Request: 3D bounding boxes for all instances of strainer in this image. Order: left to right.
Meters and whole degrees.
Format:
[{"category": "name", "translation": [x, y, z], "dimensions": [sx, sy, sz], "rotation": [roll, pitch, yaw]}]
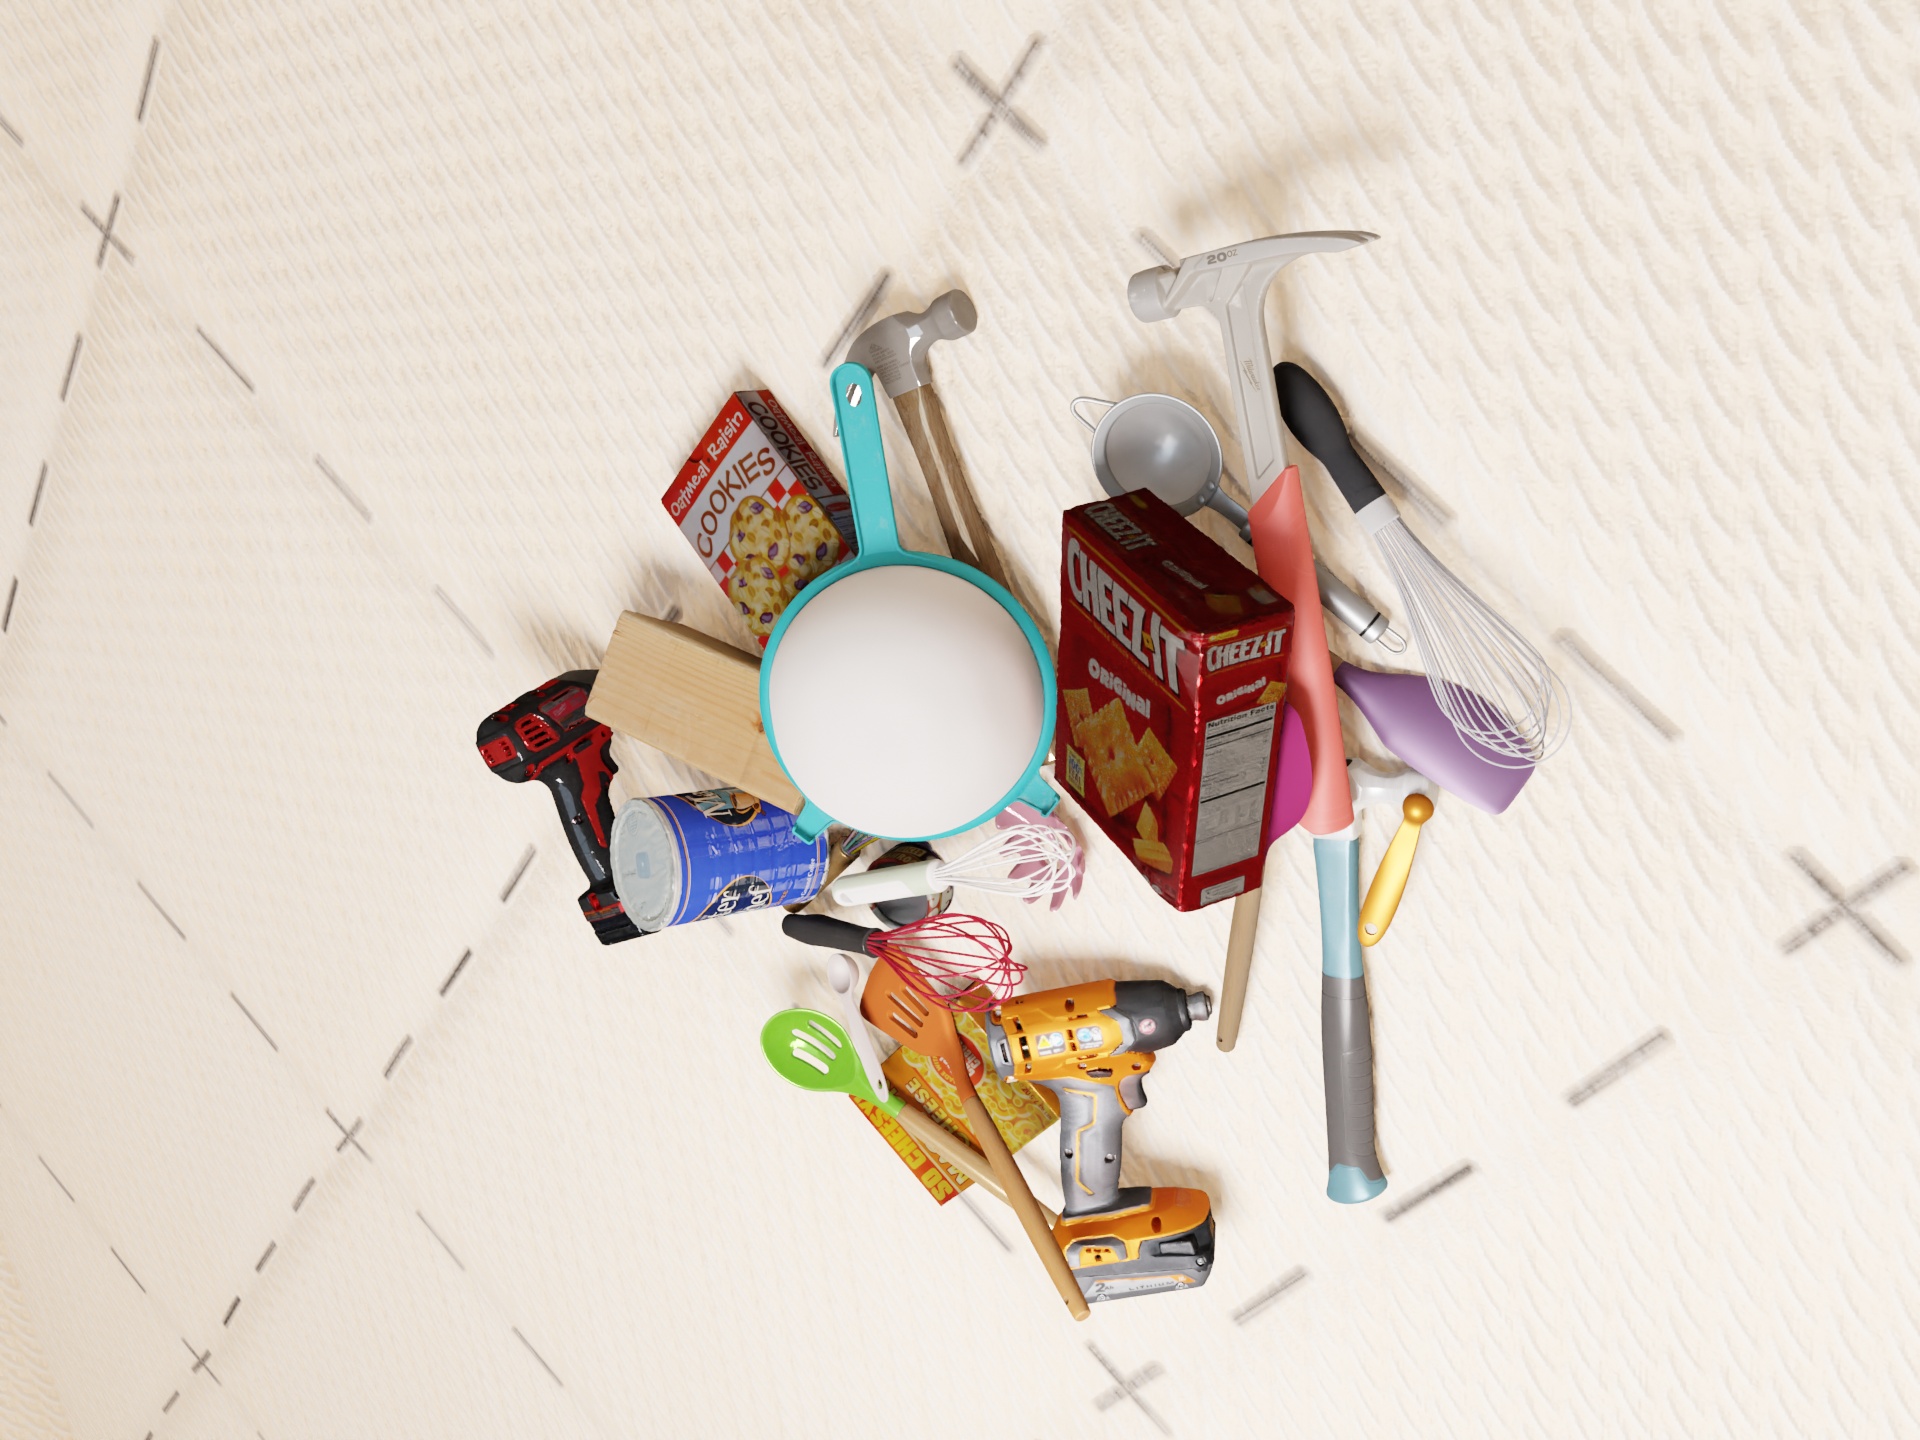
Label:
[{"category": "strainer", "translation": [-0.051, -0.064, 1.061], "dimensions": [0.211, 0.095, 0.340], "rotation": [-7, 107, 8]}, {"category": "strainer", "translation": [0.178, -0.126, 1.000], "dimensions": [0.258, 0.050, 0.086], "rotation": [41, 131, 6]}]

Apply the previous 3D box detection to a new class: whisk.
[{"category": "whisk", "translation": [-0.076, 0.093, 1.253], "dimensions": [0.047, 0.051, 0.245], "rotation": [47, 130, 1]}, {"category": "whisk", "translation": [-0.053, 0.172, 1.207], "dimensions": [0.296, 0.073, 0.073], "rotation": [1, 111, 52]}, {"category": "whisk", "translation": [-0.011, 0.114, 1.167], "dimensions": [0.246, 0.059, 0.057], "rotation": [-14, 126, 44]}, {"category": "whisk", "translation": [0.268, -0.096, 0.946], "dimensions": [0.070, 0.070, 0.285], "rotation": [-36, 83, 37]}]

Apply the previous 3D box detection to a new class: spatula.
[{"category": "spatula", "translation": [0.010, 0.303, 1.180], "dimensions": [0.323, 0.041, 0.081], "rotation": [57, 133, 42]}, {"category": "spatula", "translation": [0.220, -0.048, 1.015], "dimensions": [0.316, 0.018, 0.060], "rotation": [35, 99, 18]}]

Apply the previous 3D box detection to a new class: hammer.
[{"category": "hammer", "translation": [0.005, -0.122, 1.119], "dimensions": [0.130, 0.031, 0.331], "rotation": [-15, 101, 36]}, {"category": "hammer", "translation": [0.200, -0.102, 0.945], "dimensions": [0.149, 0.037, 0.359], "rotation": [0, 111, 39]}, {"category": "hammer", "translation": [0.260, 0.182, 1.075], "dimensions": [0.128, 0.033, 0.331], "rotation": [4, 111, 31]}]

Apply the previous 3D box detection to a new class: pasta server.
[{"category": "pasta server", "translation": [-0.002, -0.004, 1.168], "dimensions": [0.060, 0.040, 0.316], "rotation": [-34, 88, 30]}]

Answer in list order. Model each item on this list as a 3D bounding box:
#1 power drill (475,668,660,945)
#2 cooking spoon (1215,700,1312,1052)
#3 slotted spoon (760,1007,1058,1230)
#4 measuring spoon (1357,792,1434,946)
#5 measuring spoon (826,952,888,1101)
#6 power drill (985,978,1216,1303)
[{"category": "power drill", "translation": [-0.294, 0.064, 1.330], "dimensions": [0.078, 0.143, 0.219], "rotation": [-19, 104, 41]}, {"category": "cooking spoon", "translation": [0.191, 0.111, 1.050], "dimensions": [0.069, 0.017, 0.318], "rotation": [45, 147, 42]}, {"category": "slotted spoon", "translation": [-0.028, 0.330, 1.274], "dimensions": [0.314, 0.031, 0.070], "rotation": [33, 105, 14]}, {"category": "measuring spoon", "translation": [0.273, 0.097, 1.005], "dimensions": [0.021, 0.011, 0.116], "rotation": [24, 120, 21]}, {"category": "measuring spoon", "translation": [-0.077, 0.245, 1.275], "dimensions": [0.034, 0.018, 0.124], "rotation": [-35, 71, 48]}, {"category": "power drill", "translation": [0.122, 0.300, 1.169], "dimensions": [0.164, 0.084, 0.226], "rotation": [-13, 96, 12]}]
